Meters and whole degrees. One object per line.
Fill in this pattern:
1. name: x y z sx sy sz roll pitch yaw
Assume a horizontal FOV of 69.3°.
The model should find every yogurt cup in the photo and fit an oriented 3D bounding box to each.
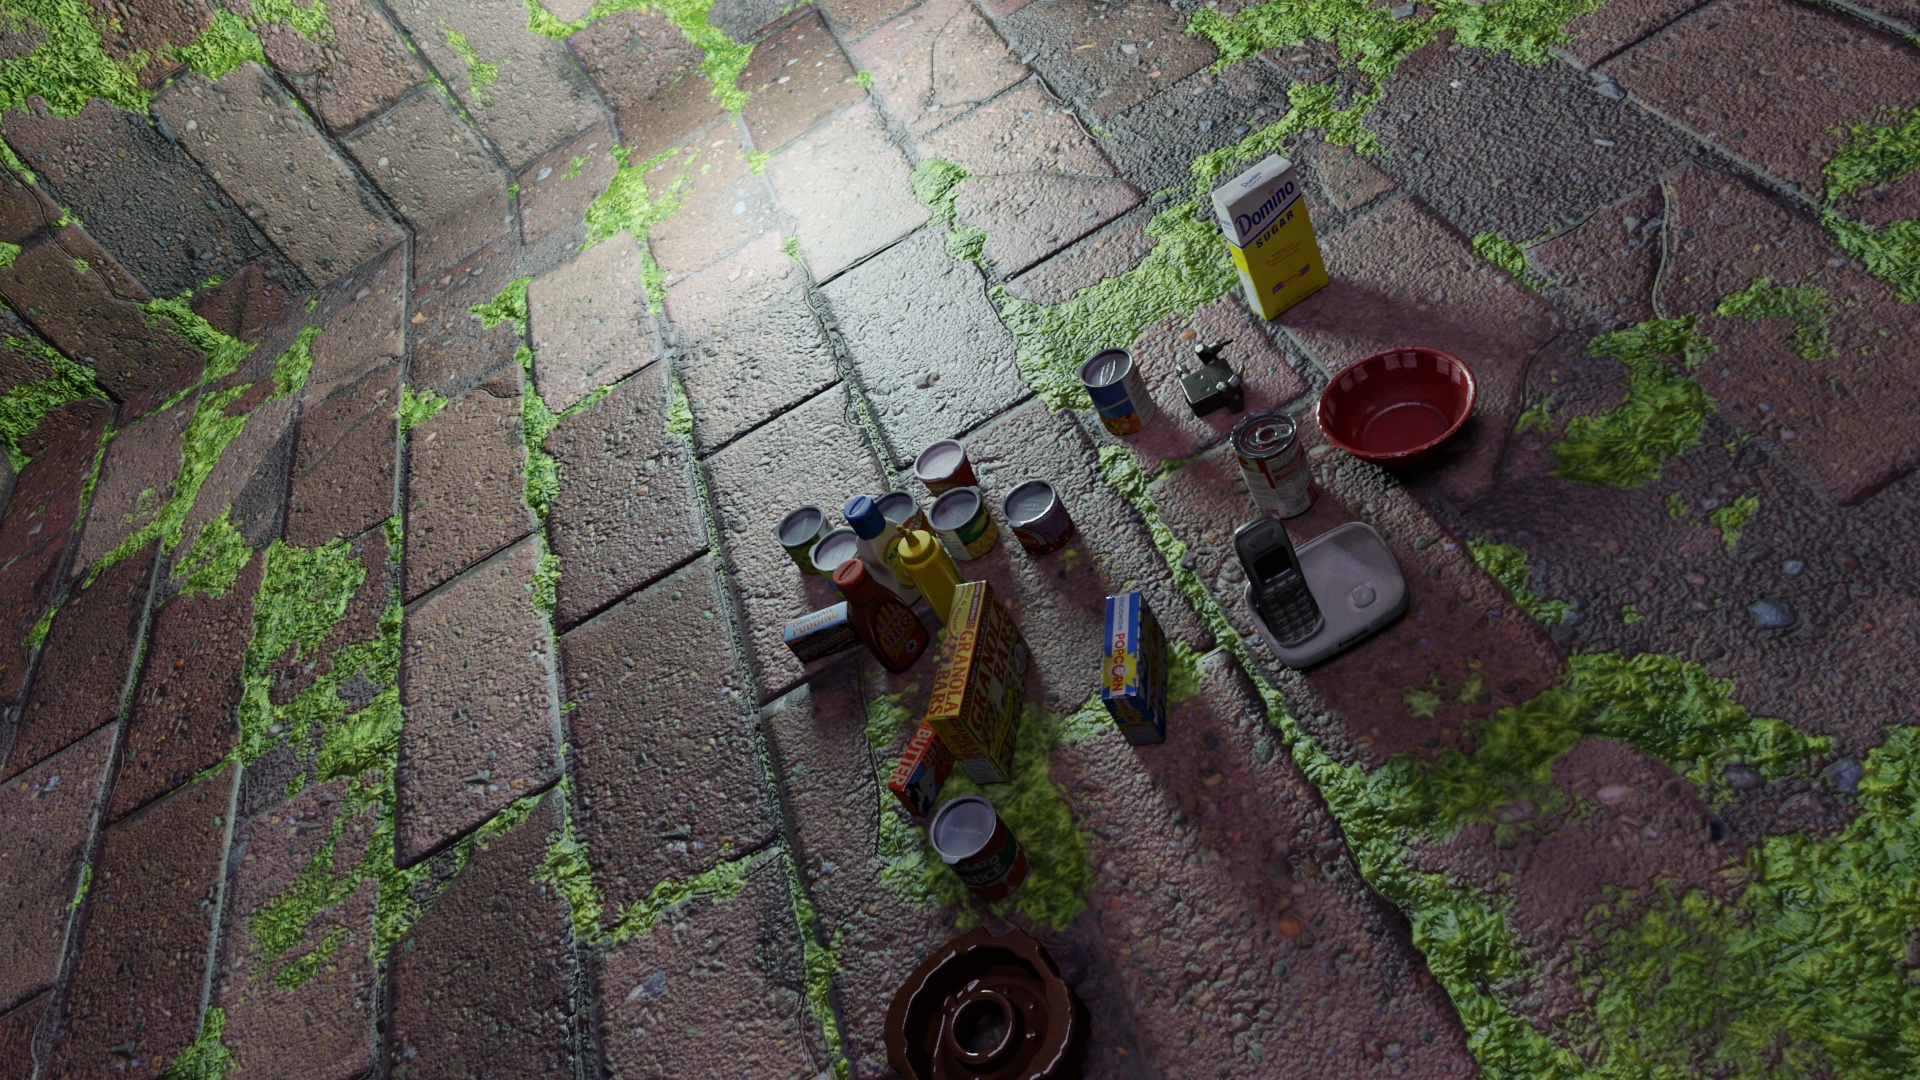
1. yogurt cup: -0.016 -0.082 1.693 0.072 0.053 0.073 -17 44 17

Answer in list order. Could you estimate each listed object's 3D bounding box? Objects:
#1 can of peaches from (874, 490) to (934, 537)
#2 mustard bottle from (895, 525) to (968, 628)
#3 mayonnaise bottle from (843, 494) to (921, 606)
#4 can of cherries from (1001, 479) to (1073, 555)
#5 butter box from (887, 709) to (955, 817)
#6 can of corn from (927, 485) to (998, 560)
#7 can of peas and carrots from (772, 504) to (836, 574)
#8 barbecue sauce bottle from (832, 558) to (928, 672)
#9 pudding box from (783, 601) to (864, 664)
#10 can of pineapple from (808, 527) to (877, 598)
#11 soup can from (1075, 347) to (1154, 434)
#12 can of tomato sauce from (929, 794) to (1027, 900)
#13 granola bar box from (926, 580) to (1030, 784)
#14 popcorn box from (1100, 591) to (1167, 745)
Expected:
1. can of peaches: -0.070 -0.017 1.660 0.071 0.058 0.071 -17 44 17
2. mustard bottle: -0.029 0.035 1.509 0.049 0.159 0.065 -31 42 1
3. mayonnaise bottle: -0.084 0.009 1.576 0.041 0.147 0.065 16 60 40
4. can of cherries: 0.086 -0.024 1.574 0.071 0.058 0.072 -17 44 17
5. butter box: -0.032 0.223 1.412 0.024 0.053 0.104 7 55 36
6. can of corn: 0.006 -0.020 1.618 0.071 0.058 0.071 -17 44 17
7. can of peas and carrots: -0.187 0.000 1.713 0.071 0.058 0.071 -17 44 17
8. barbecue sauce bottle: -0.090 0.079 1.513 0.044 0.148 0.065 21 64 42
9. pudding box: -0.157 0.106 1.600 0.083 0.049 0.030 -20 43 14
10. can of pineapple: -0.137 0.027 1.658 0.071 0.057 0.071 -17 44 17
11. soup can: 0.183 -0.176 1.641 0.071 0.083 0.072 -17 44 17
12. can of tomato sauce: 0.018 0.289 1.296 0.071 0.082 0.071 -17 44 17
13. granola bar box: 0.022 0.143 1.402 0.039 0.123 0.166 -9 47 24
14. popcorn box: 0.171 0.125 1.360 0.038 0.085 0.127 -12 45 22
